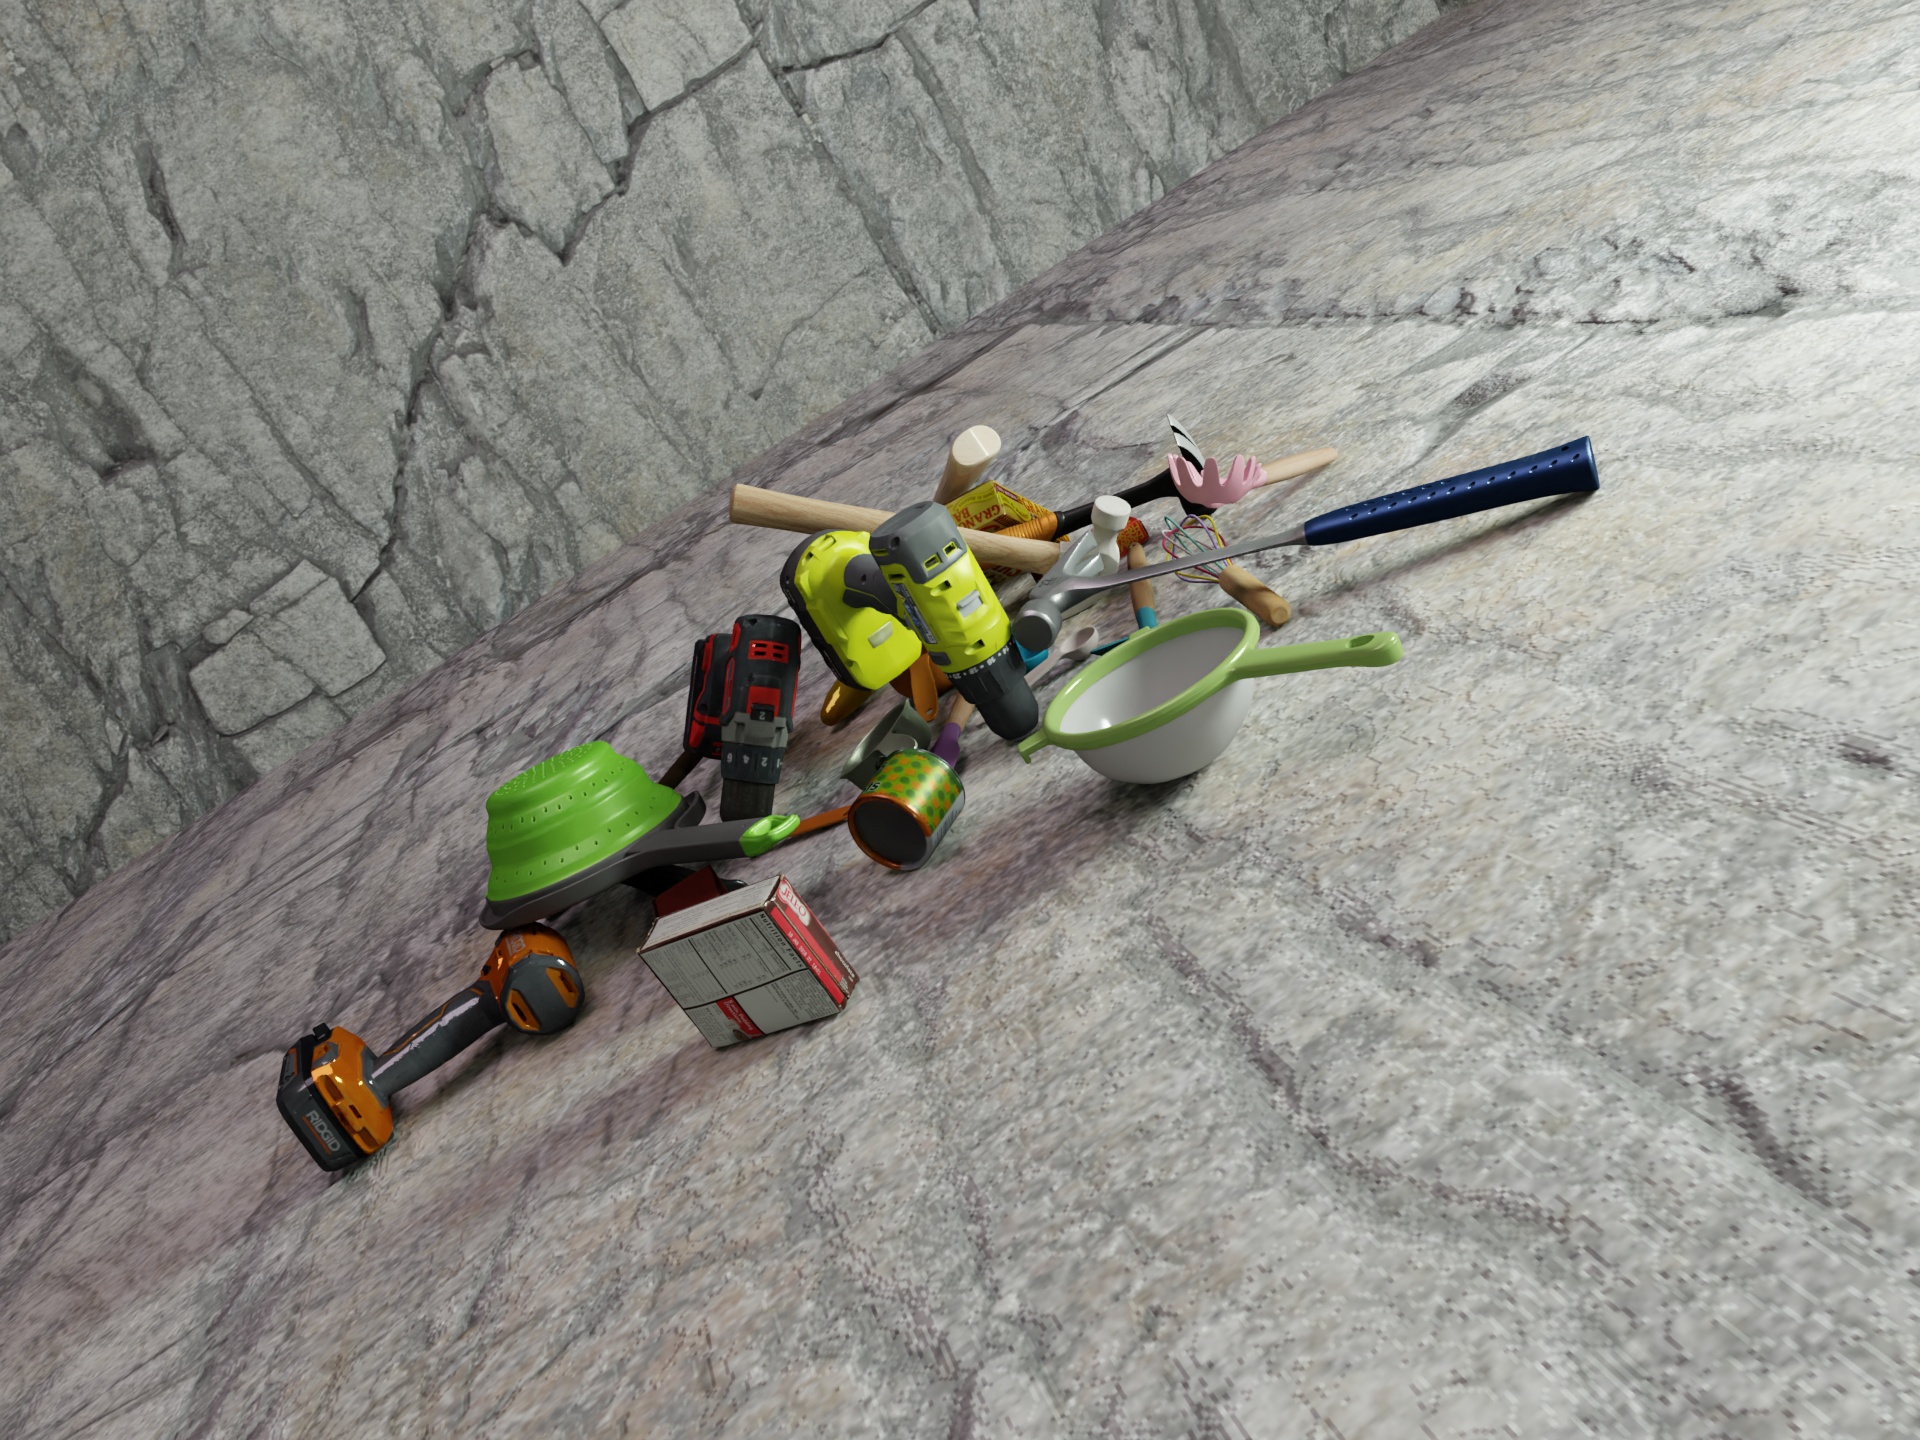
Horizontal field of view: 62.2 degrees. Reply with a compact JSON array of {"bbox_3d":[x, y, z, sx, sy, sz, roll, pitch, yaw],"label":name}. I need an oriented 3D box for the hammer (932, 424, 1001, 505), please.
[{"bbox_3d":[-0.022,-0.199,1.556,0.146,0.038,0.410,-36,-3,-9],"label":"hammer"}]

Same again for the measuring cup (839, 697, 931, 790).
[{"bbox_3d":[-0.044,0.028,1.208,0.083,0.038,0.168,-50,13,-7],"label":"measuring cup"}]

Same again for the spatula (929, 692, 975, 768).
[{"bbox_3d":[-0.002,-0.004,1.293,0.060,0.018,0.316,-30,18,29],"label":"spatula"}]

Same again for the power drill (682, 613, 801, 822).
[{"bbox_3d":[-0.190,0.004,1.391,0.080,0.188,0.227,7,-1,-16],"label":"power drill"}]

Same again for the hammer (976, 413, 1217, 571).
[{"bbox_3d":[0.056,-0.163,1.397,0.337,0.127,0.034,-21,62,12],"label":"hammer"}]

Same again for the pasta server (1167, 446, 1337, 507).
[{"bbox_3d":[0.239,-0.198,1.226,0.060,0.040,0.316,6,17,29],"label":"pasta server"}]

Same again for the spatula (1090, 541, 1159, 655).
[{"bbox_3d":[0.145,-0.103,1.271,0.082,0.044,0.318,-20,20,11],"label":"spatula"}]

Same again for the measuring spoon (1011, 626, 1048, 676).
[{"bbox_3d":[0.045,-0.059,1.344,0.042,0.021,0.129,-22,19,-5],"label":"measuring spoon"}]

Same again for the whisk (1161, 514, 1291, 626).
[{"bbox_3d":[0.203,-0.119,1.226,0.047,0.051,0.245,-26,22,-1],"label":"whisk"}]

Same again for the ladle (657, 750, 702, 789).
[{"bbox_3d":[-0.246,0.015,1.561,0.069,0.031,0.315,-26,14,18],"label":"ladle"}]

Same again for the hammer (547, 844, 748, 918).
[{"bbox_3d":[-0.253,0.127,1.330,0.146,0.035,0.335,-41,21,-23],"label":"hammer"}]

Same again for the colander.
[{"bbox_3d":[-0.265,0.070,1.244,0.397,0.094,0.204,-11,19,48],"label":"colander"}]

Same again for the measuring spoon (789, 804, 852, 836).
[{"bbox_3d":[-0.126,0.089,1.272,0.117,0.011,0.021,-20,22,22],"label":"measuring spoon"}]

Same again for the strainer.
[{"bbox_3d":[0.166,-0.010,0.971,0.256,0.069,0.151,-7,28,49],"label":"strainer"}]

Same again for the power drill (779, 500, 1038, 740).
[{"bbox_3d":[-0.037,-0.074,1.244,0.080,0.190,0.229,-38,22,-22],"label":"power drill"}]

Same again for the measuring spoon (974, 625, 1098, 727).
[{"bbox_3d":[0.063,-0.031,1.273,0.124,0.018,0.034,-39,21,0],"label":"measuring spoon"}]

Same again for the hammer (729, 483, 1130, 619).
[{"bbox_3d":[-0.031,-0.154,1.351,0.331,0.130,0.031,9,38,-4],"label":"hammer"}]

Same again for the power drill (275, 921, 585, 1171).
[{"bbox_3d":[-0.404,0.236,1.233,0.226,0.084,0.164,-32,18,-12],"label":"power drill"}]

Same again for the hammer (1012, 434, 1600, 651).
[{"bbox_3d":[0.237,-0.134,1.130,0.405,0.035,0.144,-12,25,26],"label":"hammer"}]

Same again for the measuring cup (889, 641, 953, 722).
[{"bbox_3d":[-0.024,-0.035,1.367,0.095,0.052,0.174,-27,35,11],"label":"measuring cup"}]
